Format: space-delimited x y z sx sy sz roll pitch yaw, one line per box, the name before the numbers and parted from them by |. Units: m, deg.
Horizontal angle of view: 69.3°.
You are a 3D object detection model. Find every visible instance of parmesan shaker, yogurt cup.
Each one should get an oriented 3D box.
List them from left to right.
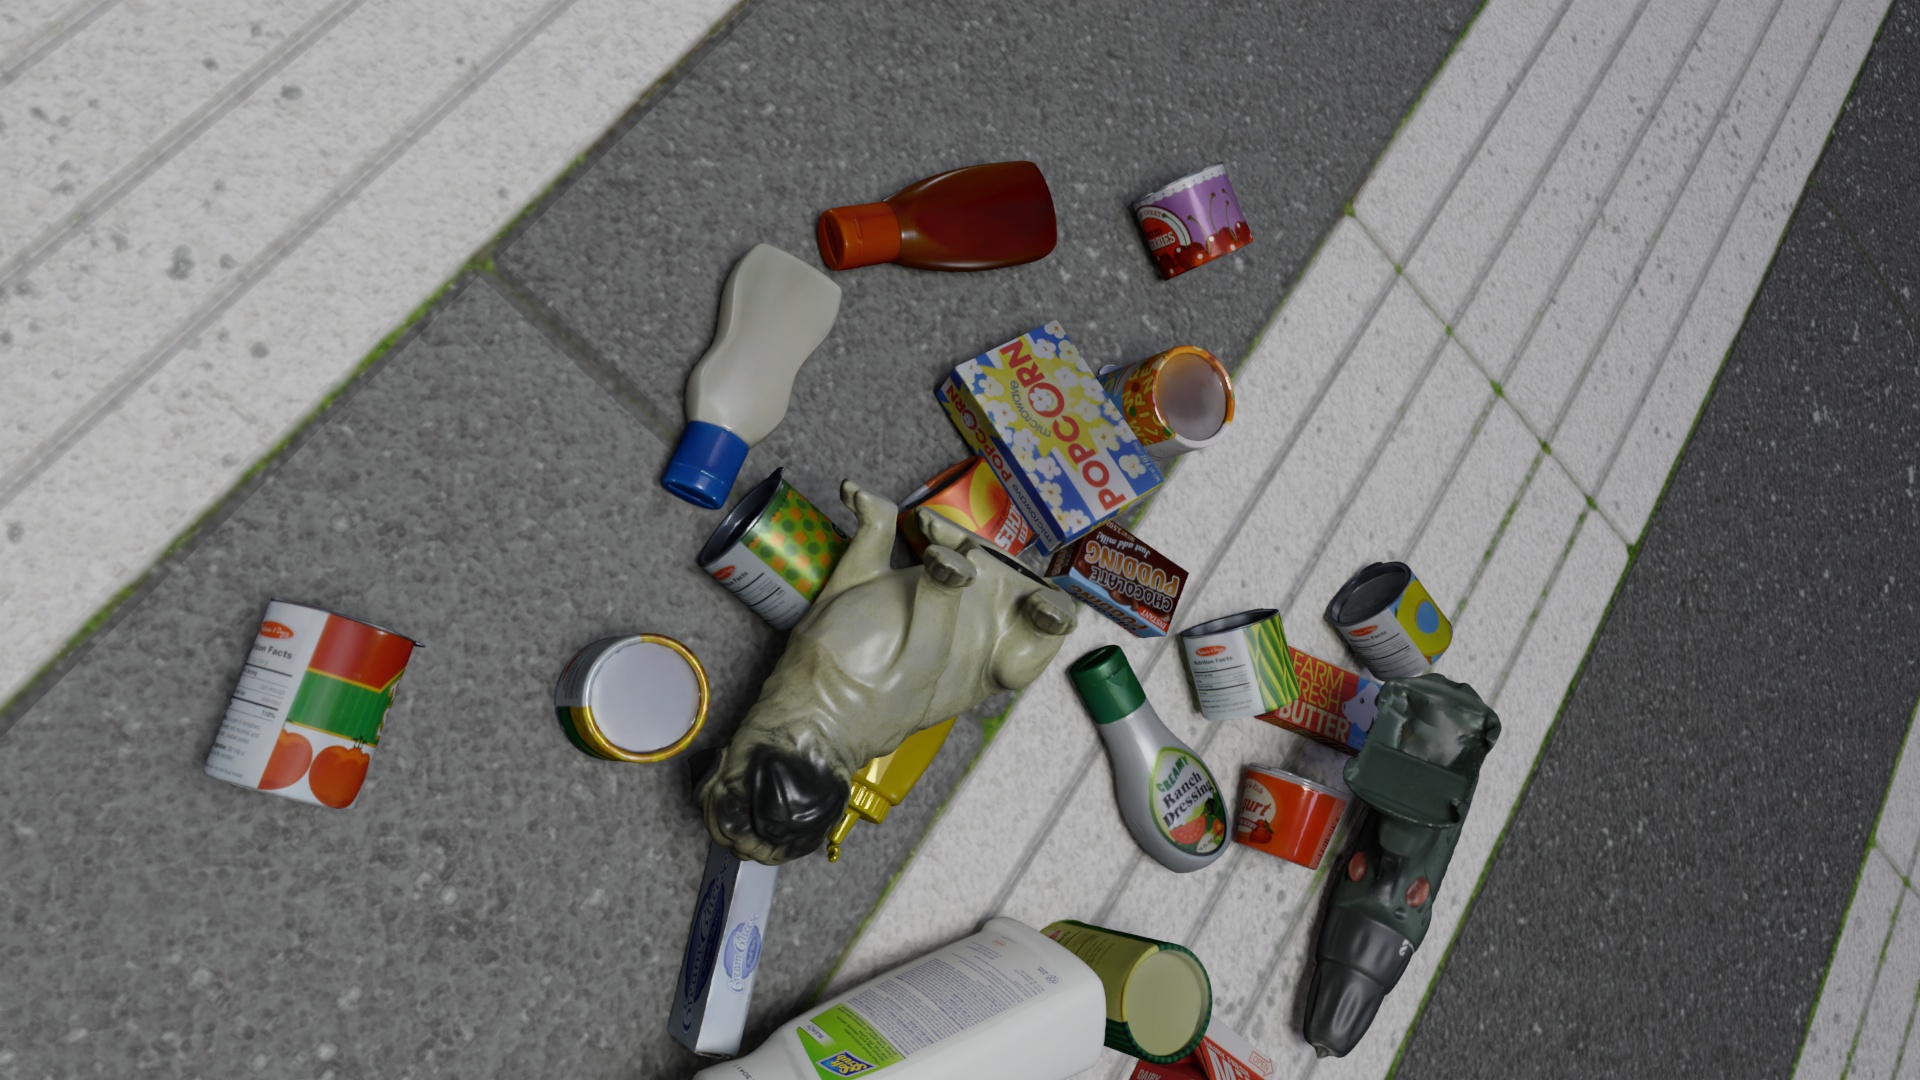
parmesan shaker | 0.089 0.264 0.808 0.071 0.103 0.071 4 82 -29
yogurt cup | 0.215 0.182 0.913 0.072 0.072 0.054 23 81 -25

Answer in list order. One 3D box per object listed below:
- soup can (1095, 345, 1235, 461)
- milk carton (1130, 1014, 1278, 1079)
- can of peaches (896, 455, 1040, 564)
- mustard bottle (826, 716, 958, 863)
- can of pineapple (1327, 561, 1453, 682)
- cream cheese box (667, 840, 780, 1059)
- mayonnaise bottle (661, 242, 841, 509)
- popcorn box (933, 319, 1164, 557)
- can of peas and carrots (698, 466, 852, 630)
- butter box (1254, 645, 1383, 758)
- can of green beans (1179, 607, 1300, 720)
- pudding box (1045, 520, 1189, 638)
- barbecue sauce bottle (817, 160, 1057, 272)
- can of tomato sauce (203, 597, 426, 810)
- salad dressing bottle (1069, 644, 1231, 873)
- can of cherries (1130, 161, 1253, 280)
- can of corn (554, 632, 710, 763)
soup can | 0.123 -0.087 0.887 0.071 0.083 0.071 4 81 -28
milk carton | 0.128 0.383 0.830 0.072 0.073 0.191 41 66 -18
can of peaches | 0.003 -0.010 0.817 0.071 0.071 0.058 -39 101 -27
mustard bottle | -0.041 0.107 0.788 0.065 0.048 0.161 33 69 -15
can of pineapple | 0.303 0.056 0.978 0.058 0.071 0.071 50 64 -15
cream cheese box | -0.123 0.211 0.726 0.024 0.053 0.104 18 75 -24
mayonnaise bottle | -0.121 -0.090 0.777 0.065 0.041 0.148 29 71 -21
popcorn box | 0.055 -0.063 0.854 0.085 0.038 0.127 -29 81 -28
can of peas and carrots | -0.099 0.005 0.761 0.058 0.071 0.071 43 66 -19
butter box | 0.253 0.113 0.966 0.103 0.024 0.053 22 72 -25
can of green beans | 0.183 0.081 0.907 0.071 0.071 0.058 -16 92 -30
pudding box | 0.101 0.023 0.890 0.083 0.030 0.050 33 69 -21
barbecue sauce bottle | -0.013 -0.193 0.849 0.149 0.043 0.065 -16 91 -29
can of tomato sauce | -0.297 0.077 0.641 0.071 0.071 0.083 22 74 -25
salad dressing bottle | 0.118 0.137 0.876 0.064 0.044 0.147 -34 99 -27
can of cherries | 0.154 -0.213 0.933 0.072 0.071 0.058 -28 98 -29
can of corn | -0.167 0.083 0.716 0.071 0.058 0.071 4 81 -28
